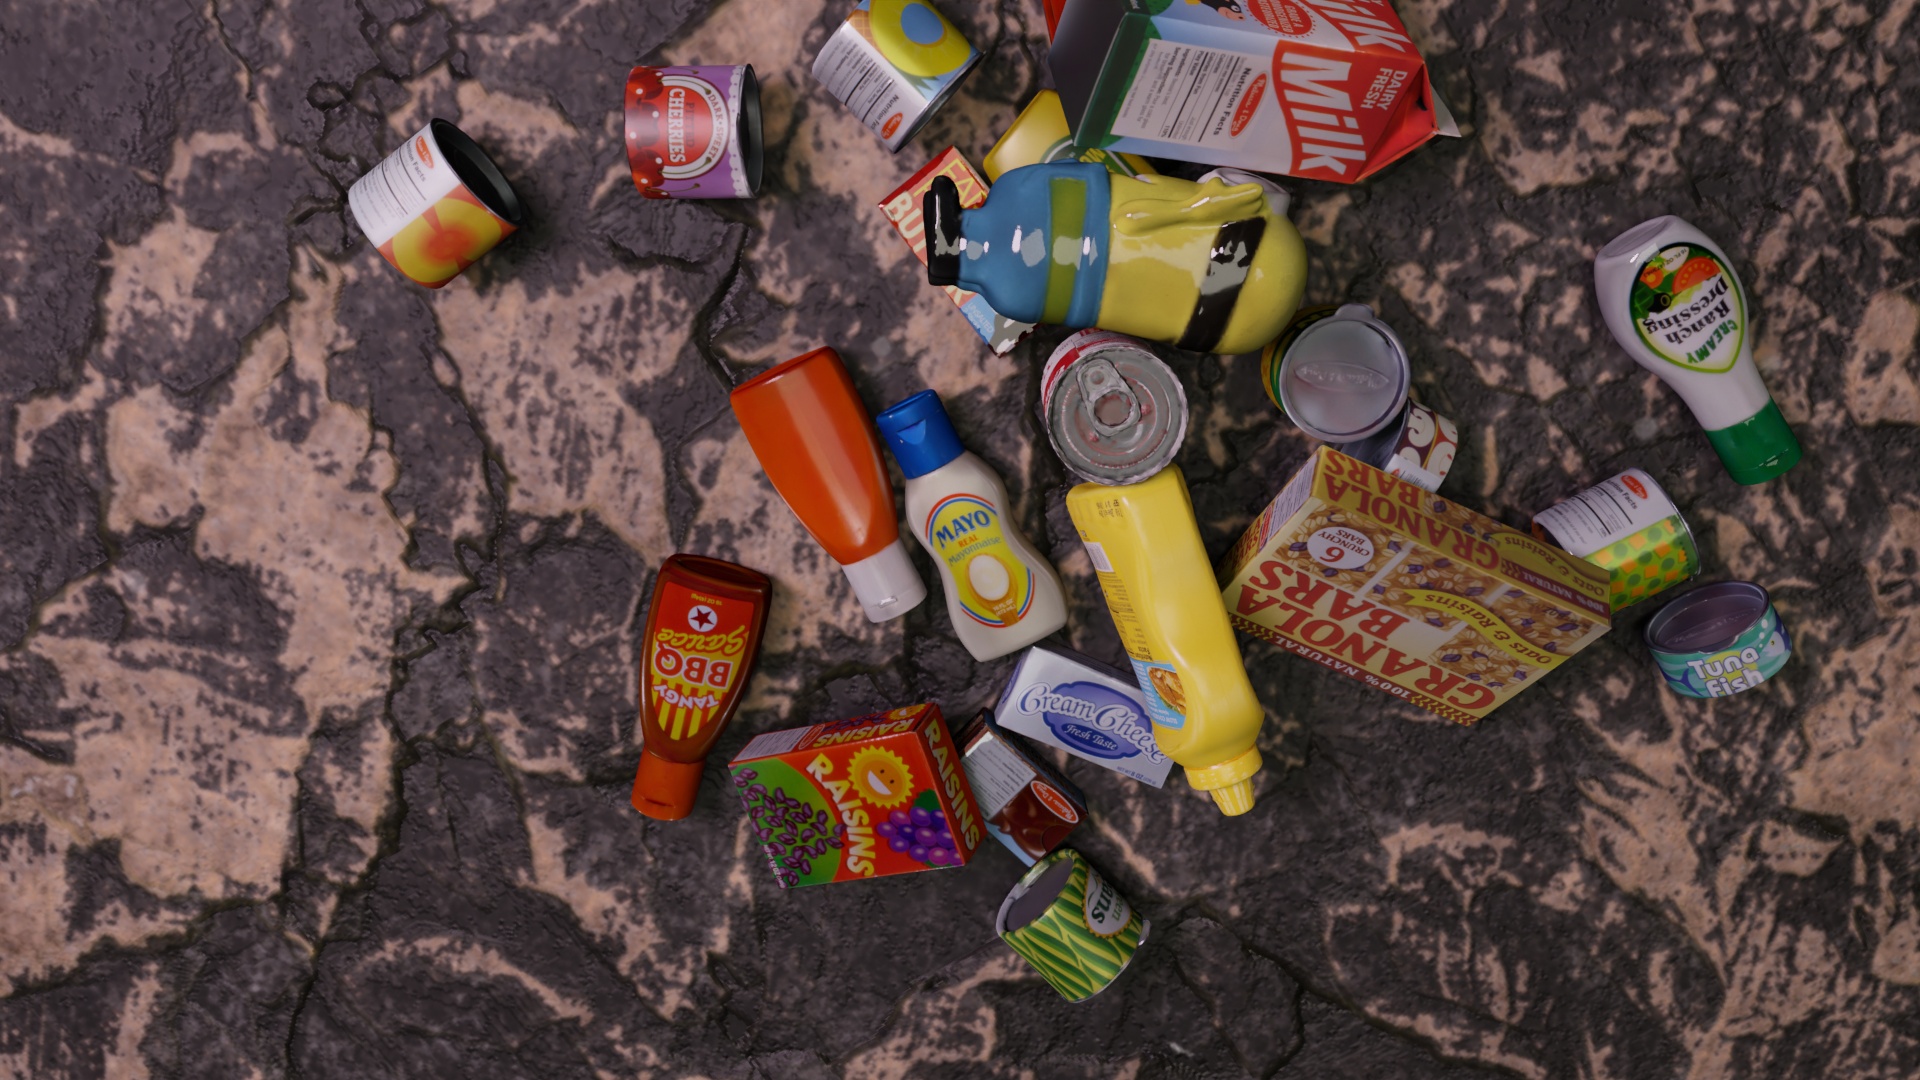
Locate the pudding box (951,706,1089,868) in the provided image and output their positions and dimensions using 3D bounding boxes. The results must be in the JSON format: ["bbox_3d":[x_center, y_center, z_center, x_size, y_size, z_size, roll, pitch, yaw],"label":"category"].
[{"bbox_3d":[0.027,0.143,0.804,0.083,0.030,0.049,42,100,-9],"label":"pudding box"}]

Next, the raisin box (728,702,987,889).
[{"bbox_3d":[-0.058,0.145,0.784,0.123,0.040,0.086,-14,103,25],"label":"raisin box"}]

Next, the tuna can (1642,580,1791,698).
[{"bbox_3d":[0.411,0.055,0.753,0.071,0.071,0.032,-32,103,9],"label":"tuna can"}]

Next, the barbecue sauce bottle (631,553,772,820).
[{"bbox_3d":[-0.153,0.085,0.786,0.065,0.044,0.148,15,104,-4],"label":"barbecue sauce bottle"}]

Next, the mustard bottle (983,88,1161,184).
[{"bbox_3d":[0.088,-0.162,0.716,0.160,0.049,0.065,38,101,-8],"label":"mustard bottle"}]

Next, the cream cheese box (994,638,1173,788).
[{"bbox_3d":[0.077,0.097,0.795,0.104,0.024,0.053,22,102,-4],"label":"cream cheese box"}]

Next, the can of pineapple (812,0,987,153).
[{"bbox_3d":[-0.031,-0.238,0.692,0.058,0.071,0.071,43,101,-9],"label":"can of pineapple"}]

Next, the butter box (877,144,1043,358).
[{"bbox_3d":[0.008,-0.152,0.733,0.053,0.024,0.103,-38,101,9],"label":"butter box"}]

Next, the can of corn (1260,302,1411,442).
[{"bbox_3d":[0.195,-0.091,0.727,0.071,0.058,0.071,0,104,1],"label":"can of corn"}]

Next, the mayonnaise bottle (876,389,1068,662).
[{"bbox_3d":[0.003,-0.010,0.760,0.065,0.041,0.148,-25,103,9],"label":"mayonnaise bottle"}]

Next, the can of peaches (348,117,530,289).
[{"bbox_3d":[-0.267,-0.171,0.714,0.058,0.071,0.071,-35,101,9],"label":"can of peaches"}]

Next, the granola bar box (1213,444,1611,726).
[{"bbox_3d":[0.231,0.028,0.733,0.165,0.039,0.123,23,144,-5],"label":"granola bar box"}]

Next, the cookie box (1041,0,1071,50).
[{"bbox_3d":[0.114,-0.301,0.655,0.167,0.040,0.122,-15,137,5],"label":"cookie box"}]

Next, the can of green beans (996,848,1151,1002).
[{"bbox_3d":[0.063,0.222,0.804,0.071,0.071,0.058,-42,99,11],"label":"can of green beans"}]

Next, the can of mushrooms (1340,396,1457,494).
[{"bbox_3d":[0.229,-0.044,0.736,0.033,0.071,0.071,28,103,-8],"label":"can of mushrooms"}]

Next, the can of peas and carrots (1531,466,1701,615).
[{"bbox_3d":[0.351,0.004,0.745,0.058,0.071,0.071,-28,102,9],"label":"can of peas and carrots"}]

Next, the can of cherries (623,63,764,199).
[{"bbox_3d":[-0.133,-0.205,0.698,0.058,0.072,0.071,0,104,2],"label":"can of cherries"}]

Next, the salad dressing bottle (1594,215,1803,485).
[{"bbox_3d":[0.390,-0.098,0.729,0.064,0.044,0.147,-34,101,10],"label":"salad dressing bottle"}]

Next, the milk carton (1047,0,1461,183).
[{"bbox_3d":[0.146,-0.225,0.661,0.191,0.073,0.073,3,142,-17],"label":"milk carton"}]

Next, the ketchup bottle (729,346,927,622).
[{"bbox_3d":[-0.066,-0.027,0.756,0.064,0.044,0.148,-23,103,11],"label":"ketchup bottle"}]
